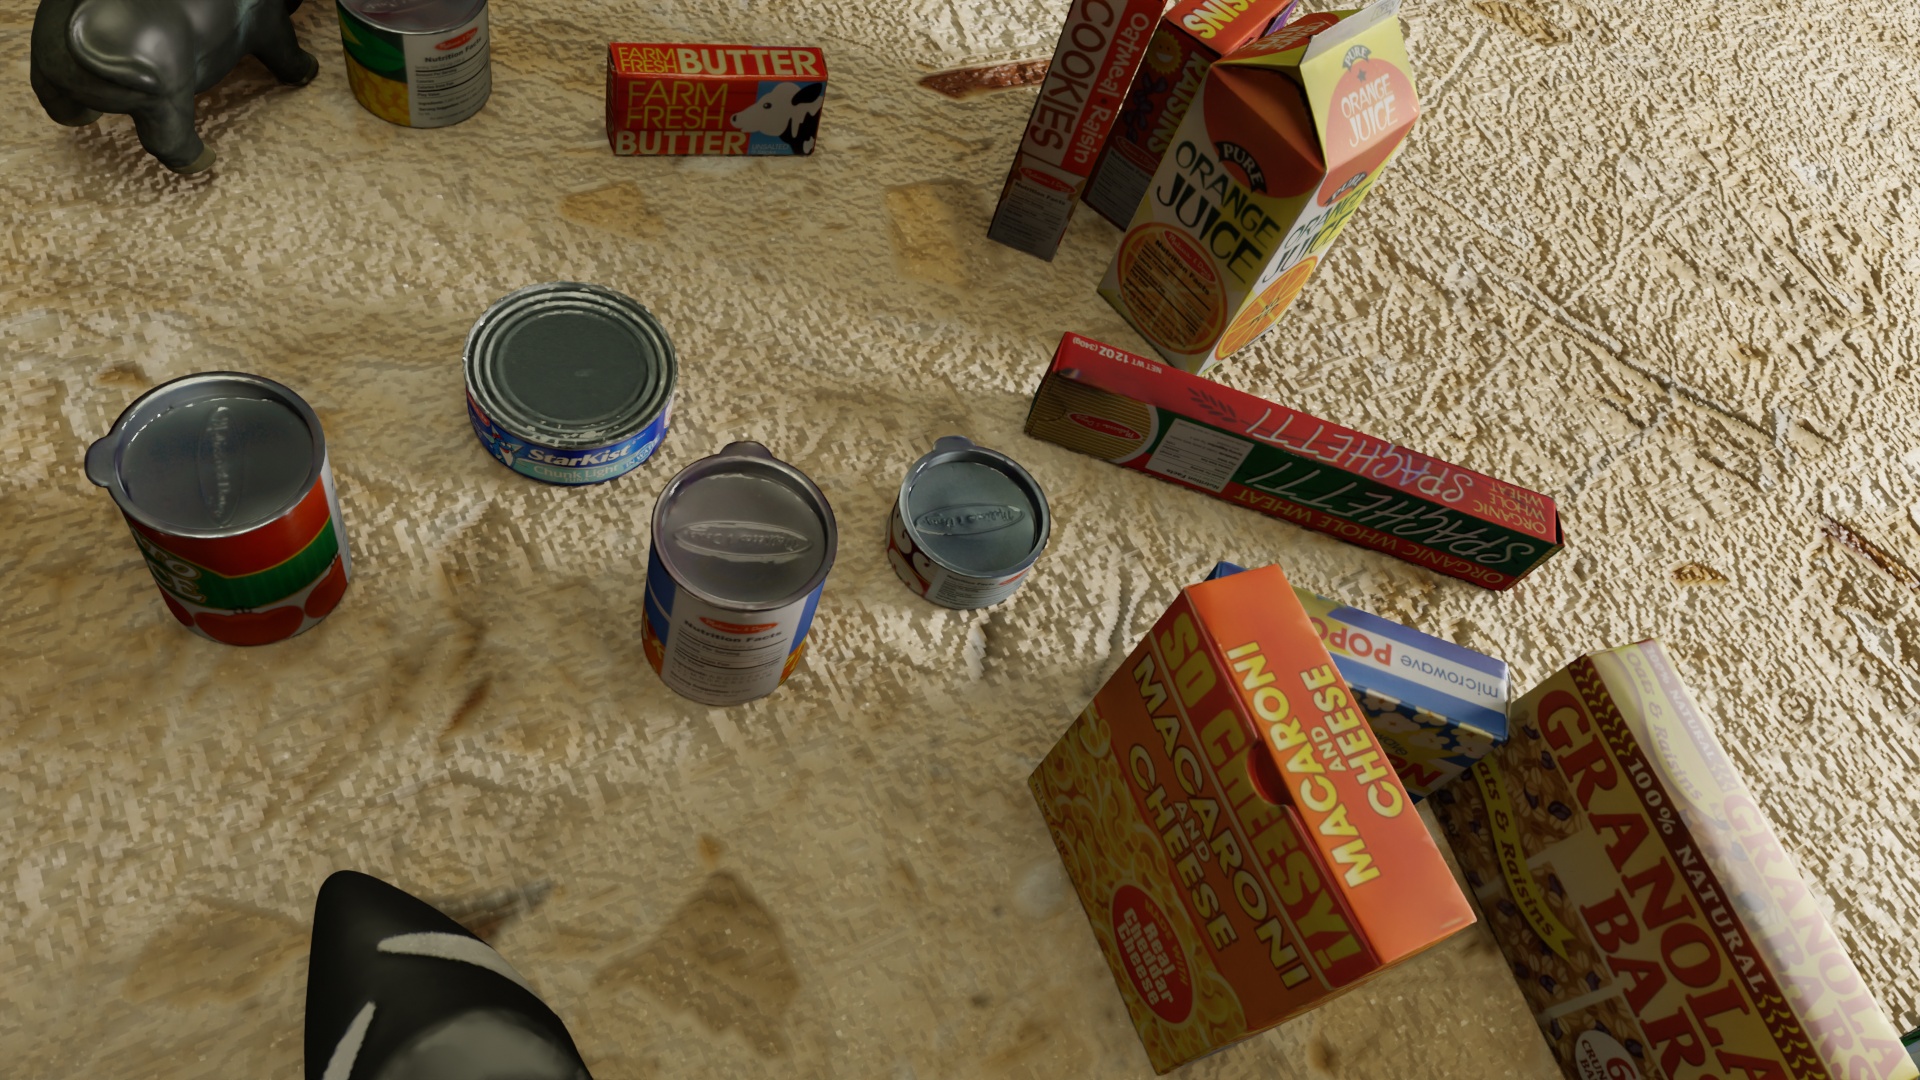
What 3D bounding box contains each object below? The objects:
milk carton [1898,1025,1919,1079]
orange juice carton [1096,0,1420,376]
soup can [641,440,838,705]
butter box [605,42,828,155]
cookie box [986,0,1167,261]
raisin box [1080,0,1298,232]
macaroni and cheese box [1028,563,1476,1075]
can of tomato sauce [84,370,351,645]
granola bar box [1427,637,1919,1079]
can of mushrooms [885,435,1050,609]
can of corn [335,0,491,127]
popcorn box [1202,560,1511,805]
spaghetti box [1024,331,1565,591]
[{"bbox_3d":[0.434,0.198,0.503,0.072,0.189,0.073,-13,64,-23],"label":"milk carton"},{"bbox_3d":[0.139,-0.167,0.639,0.072,0.191,0.073,-34,74,-30],"label":"orange juice carton"},{"bbox_3d":[-0.086,0.014,0.528,0.071,0.083,0.071,7,58,-12],"label":"soup can"},{"bbox_3d":[-0.119,-0.214,0.676,0.104,0.052,0.024,-5,61,-19],"label":"butter box"},{"bbox_3d":[0.067,-0.238,0.677,0.040,0.166,0.123,21,56,-3],"label":"cookie box"},{"bbox_3d":[0.116,-0.227,0.711,0.040,0.122,0.086,39,57,9],"label":"raisin box"},{"bbox_3d":[0.086,0.102,0.474,0.040,0.165,0.124,-14,64,-23],"label":"macaroni and cheese box"},{"bbox_3d":[-0.257,-0.008,0.492,0.071,0.082,0.071,7,58,-12],"label":"can of tomato sauce"},{"bbox_3d":[0.256,0.138,0.528,0.039,0.123,0.166,-9,63,-21],"label":"granola bar box"},{"bbox_3d":[0.002,-0.007,0.597,0.071,0.033,0.071,7,58,-12],"label":"can of mushrooms"},{"bbox_3d":[-0.255,-0.238,0.648,0.071,0.058,0.071,7,58,-12],"label":"can of corn"},{"bbox_3d":[0.143,0.063,0.564,0.127,0.084,0.038,20,56,-4],"label":"popcorn box"},{"bbox_3d":[0.155,-0.034,0.648,0.250,0.050,0.029,18,56,-5],"label":"spaghetti box"}]
